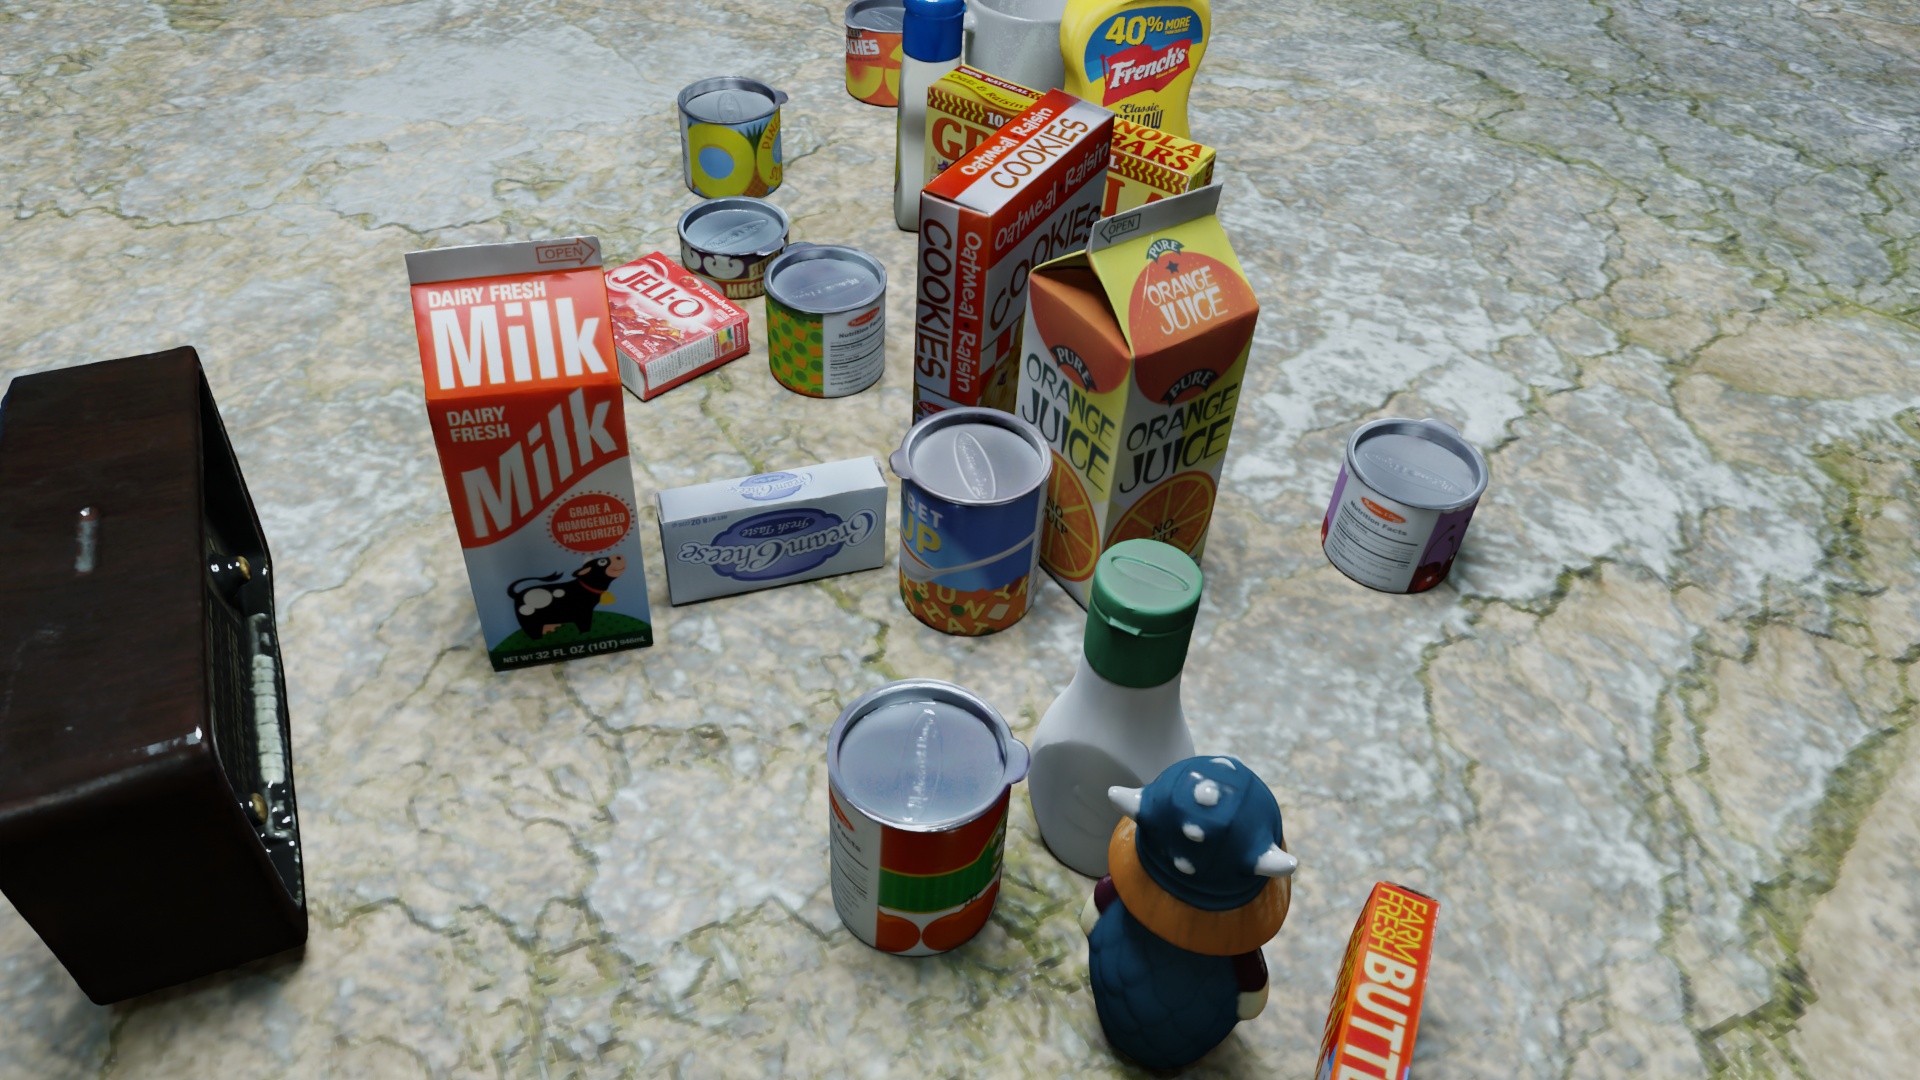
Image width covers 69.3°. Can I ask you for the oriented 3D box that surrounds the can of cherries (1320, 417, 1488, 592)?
[{"bbox_3d":[0.216,-0.018,0.676,0.071,0.058,0.072,2,43,-2],"label":"can of cherries"}]

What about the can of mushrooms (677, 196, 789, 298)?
[{"bbox_3d":[-0.134,-0.175,0.836,0.071,0.033,0.071,2,43,-2],"label":"can of mushrooms"}]

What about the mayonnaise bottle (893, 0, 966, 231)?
[{"bbox_3d":[-0.020,-0.270,0.862,0.041,0.147,0.065,3,43,-1],"label":"mayonnaise bottle"}]

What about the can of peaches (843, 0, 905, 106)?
[{"bbox_3d":[-0.054,-0.359,1.021,0.071,0.057,0.071,2,43,-2],"label":"can of peaches"}]

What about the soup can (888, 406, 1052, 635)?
[{"bbox_3d":[0.002,-0.008,0.630,0.071,0.083,0.072,2,43,-2],"label":"soup can"}]

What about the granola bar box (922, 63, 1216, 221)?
[{"bbox_3d":[0.057,-0.187,0.797,0.166,0.123,0.039,26,47,22],"label":"granola bar box"}]

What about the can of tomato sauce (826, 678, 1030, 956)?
[{"bbox_3d":[-0.014,0.103,0.511,0.071,0.082,0.071,2,43,-2],"label":"can of tomato sauce"}]

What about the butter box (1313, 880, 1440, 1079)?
[{"bbox_3d":[0.137,0.172,0.471,0.024,0.052,0.104,18,45,14],"label":"butter box"}]

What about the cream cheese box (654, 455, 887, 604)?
[{"bbox_3d":[-0.086,-0.005,0.642,0.104,0.053,0.024,-11,45,-15],"label":"cream cheese box"}]

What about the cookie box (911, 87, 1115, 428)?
[{"bbox_3d":[0.023,-0.121,0.692,0.040,0.166,0.123,24,46,20],"label":"cookie box"}]

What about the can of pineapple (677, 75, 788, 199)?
[{"bbox_3d":[-0.148,-0.263,0.910,0.071,0.057,0.071,2,43,-2],"label":"can of pineapple"}]

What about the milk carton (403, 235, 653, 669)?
[{"bbox_3d":[-0.174,-0.040,0.573,0.072,0.189,0.074,-9,45,-14],"label":"milk carton"}]

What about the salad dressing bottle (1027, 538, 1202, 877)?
[{"bbox_3d":[0.059,0.065,0.510,0.064,0.146,0.044,22,46,18],"label":"salad dressing bottle"}]

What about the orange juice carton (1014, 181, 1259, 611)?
[{"bbox_3d":[0.075,-0.066,0.619,0.072,0.191,0.073,-23,49,-26],"label":"orange juice carton"}]

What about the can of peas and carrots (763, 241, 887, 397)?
[{"bbox_3d":[-0.075,-0.122,0.765,0.071,0.058,0.071,2,43,-2],"label":"can of peas and carrots"}]
